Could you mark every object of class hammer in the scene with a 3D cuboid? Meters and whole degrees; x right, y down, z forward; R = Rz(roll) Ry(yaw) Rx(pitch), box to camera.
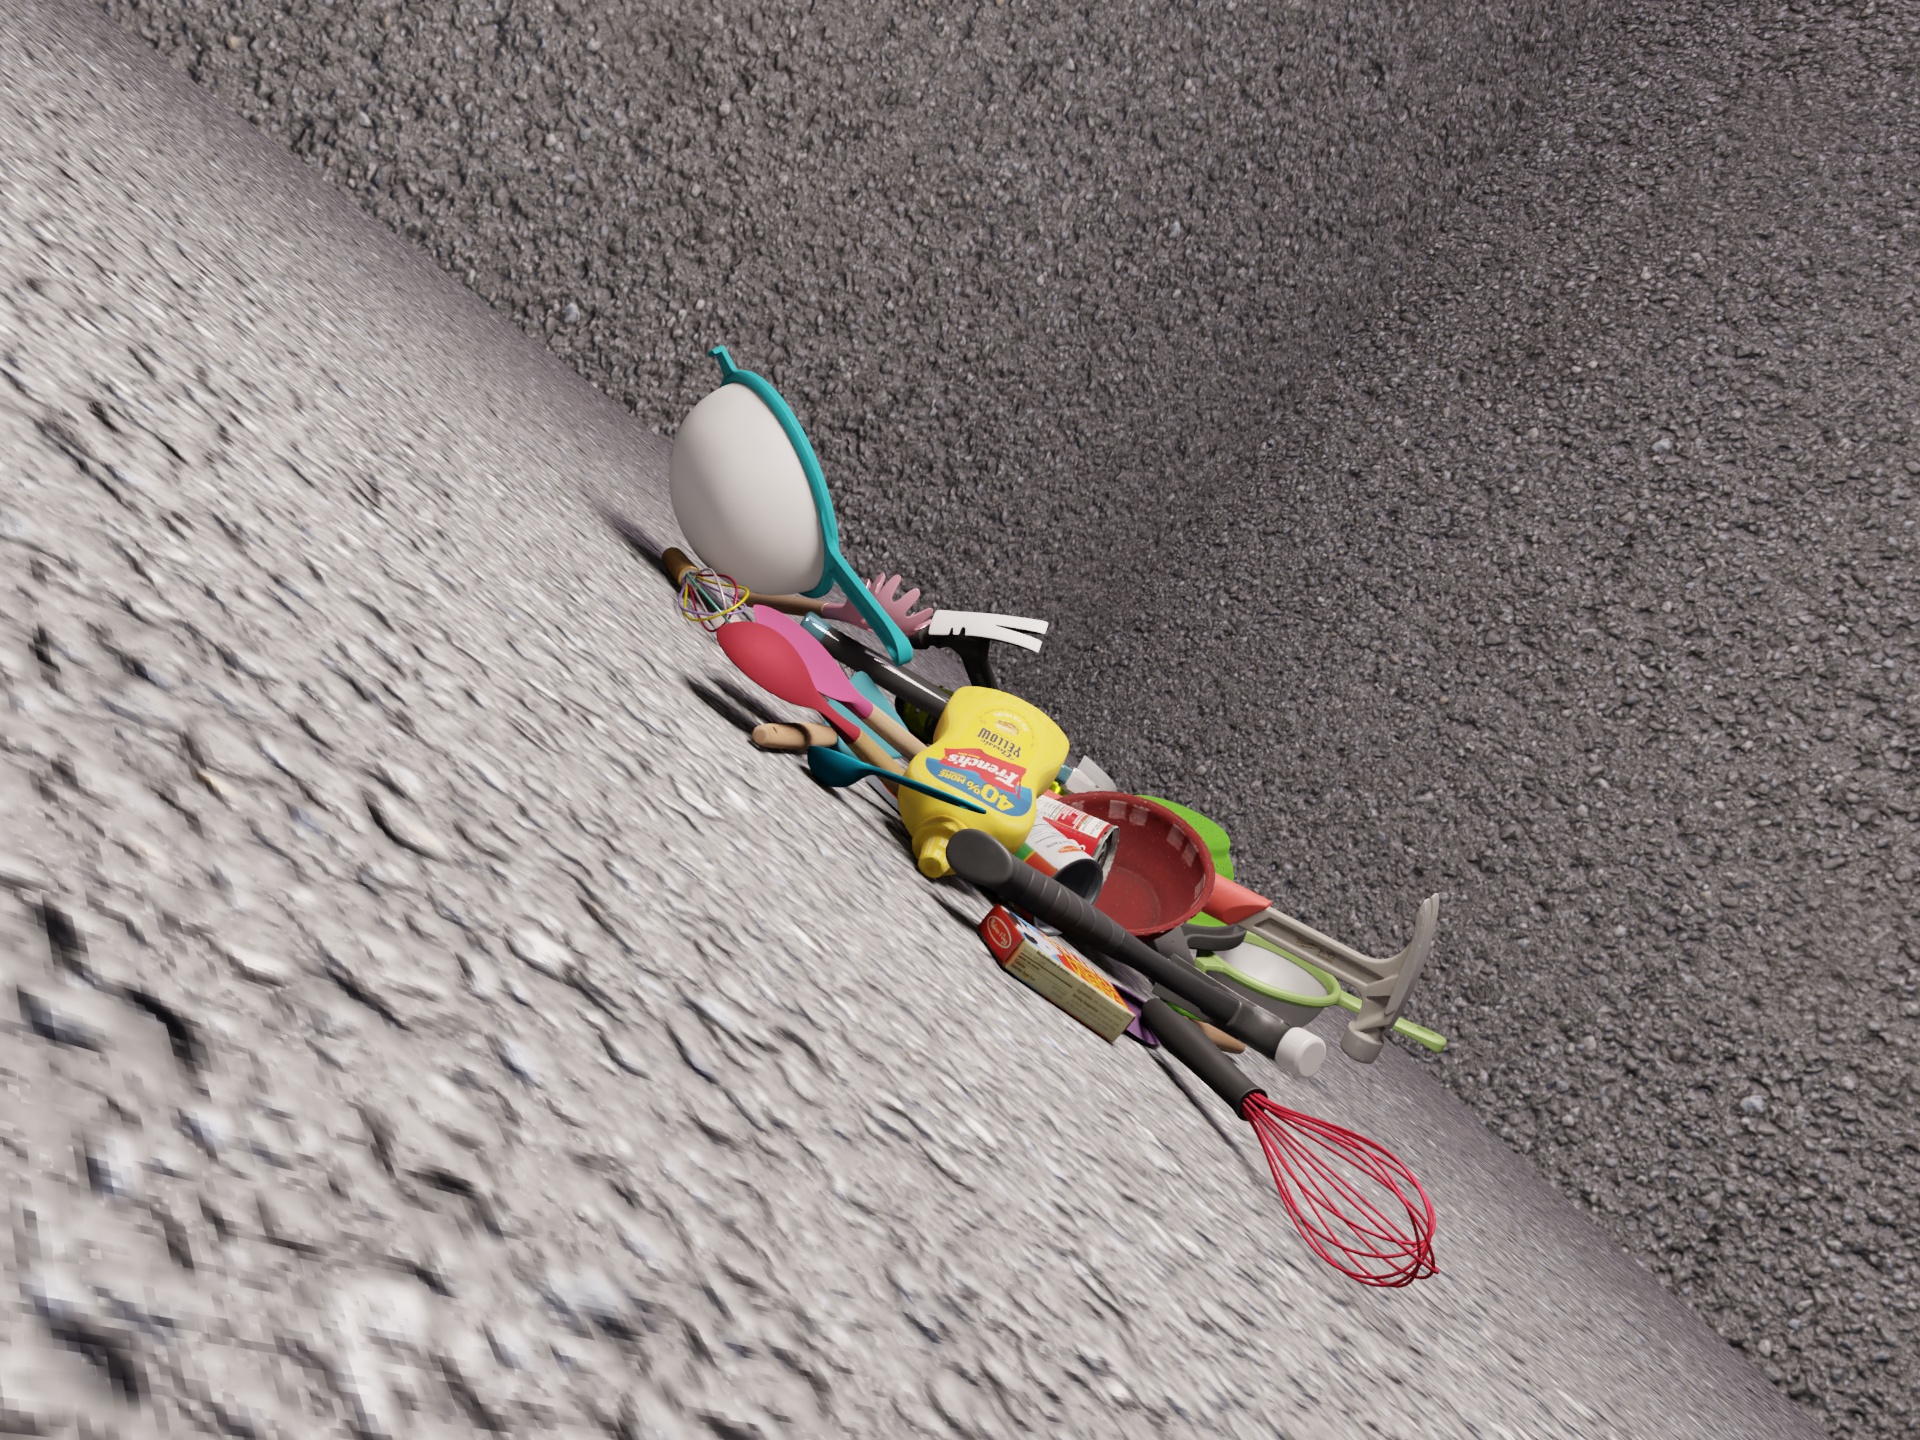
[{"bbox_3d":[-0.002,-0.005,1.446,0.331,0.033,0.128,30,-8,-8],"label":"hammer"},{"bbox_3d":[0.108,0.153,1.084,0.334,0.035,0.146,34,-6,-38],"label":"hammer"},{"bbox_3d":[0.213,0.137,1.331,0.359,0.149,0.036,27,21,28],"label":"hammer"},{"bbox_3d":[0.050,0.013,1.534,0.127,0.034,0.336,5,-35,20],"label":"hammer"}]

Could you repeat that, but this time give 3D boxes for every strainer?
[{"bbox_3d":[-0.163,-0.149,1.359,0.341,0.095,0.210,52,-27,32],"label":"strainer"},{"bbox_3d":[0.333,0.280,1.530,0.256,0.069,0.151,23,14,8],"label":"strainer"}]

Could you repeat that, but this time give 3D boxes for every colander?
[{"bbox_3d":[0.197,0.156,1.467,0.204,0.094,0.397,19,14,-6],"label":"colander"}]

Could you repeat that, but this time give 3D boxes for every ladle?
[{"bbox_3d":[-0.062,0.026,1.109,0.315,0.031,0.069,47,13,-42],"label":"ladle"}]

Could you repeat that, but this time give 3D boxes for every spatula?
[{"bbox_3d":[0.161,0.229,1.188,0.060,0.018,0.315,51,10,30],"label":"spatula"},{"bbox_3d":[-0.095,0.004,1.151,0.082,0.044,0.317,55,7,5],"label":"spatula"}]

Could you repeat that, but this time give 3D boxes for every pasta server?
[{"bbox_3d":[-0.130,-0.109,1.476,0.316,0.040,0.060,12,-35,55],"label":"pasta server"}]

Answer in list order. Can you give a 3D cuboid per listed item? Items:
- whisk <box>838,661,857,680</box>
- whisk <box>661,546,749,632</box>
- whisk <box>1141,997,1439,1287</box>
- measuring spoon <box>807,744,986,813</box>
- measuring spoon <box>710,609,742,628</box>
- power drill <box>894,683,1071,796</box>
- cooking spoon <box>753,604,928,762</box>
[{"bbox_3d":[-0.098,-0.029,1.500,0.055,0.055,0.239,39,8,-14],"label":"whisk"},{"bbox_3d":[-0.221,-0.116,1.349,0.051,0.047,0.245,36,2,-25],"label":"whisk"},{"bbox_3d":[0.188,0.244,0.966,0.073,0.073,0.296,37,1,-31],"label":"whisk"},{"bbox_3d":[-0.045,0.047,1.043,0.129,0.021,0.042,19,-11,16],"label":"measuring spoon"},{"bbox_3d":[-0.176,-0.062,1.320,0.034,0.018,0.124,37,6,-40],"label":"measuring spoon"},{"bbox_3d":[0.034,0.037,1.735,0.228,0.080,0.191,35,-3,-22],"label":"power drill"},{"bbox_3d":[-0.058,0.005,1.198,0.318,0.017,0.069,41,22,-46],"label":"cooking spoon"}]
